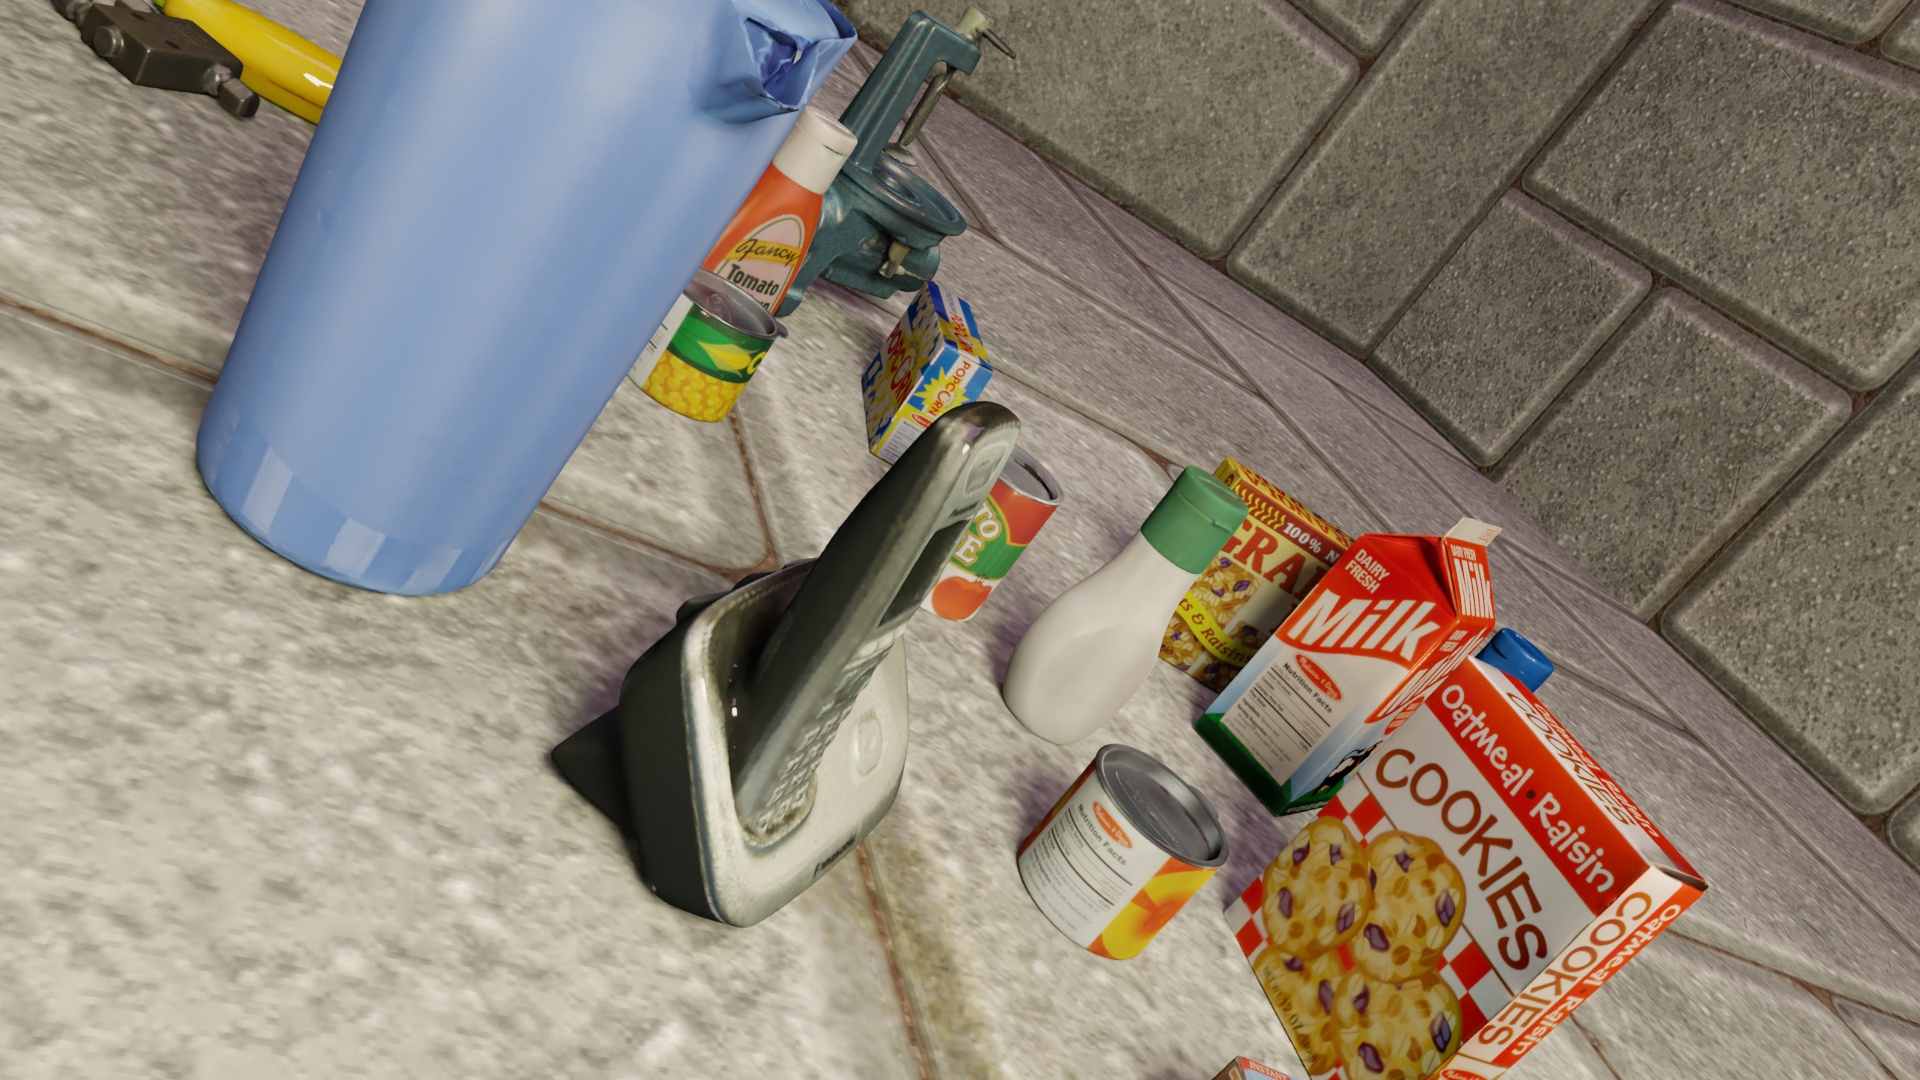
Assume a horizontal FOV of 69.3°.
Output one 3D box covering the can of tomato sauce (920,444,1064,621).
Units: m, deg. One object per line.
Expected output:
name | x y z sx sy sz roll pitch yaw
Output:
can of tomato sauce | 0.003 -0.009 0.725 0.071 0.083 0.071 32 20 -13

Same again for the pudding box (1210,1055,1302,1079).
pudding box | 0.114 0.211 0.471 0.083 0.049 0.030 28 21 -21

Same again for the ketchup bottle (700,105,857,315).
ketchup bottle | -0.116 -0.185 0.824 0.065 0.148 0.044 16 28 -44

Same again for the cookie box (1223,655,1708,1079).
cookie box | 0.198 0.149 0.572 0.040 0.167 0.123 25 23 -30

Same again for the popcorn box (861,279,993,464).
popcorn box | -0.024 -0.106 0.891 0.038 0.085 0.127 29 21 -21

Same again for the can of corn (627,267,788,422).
can of corn | -0.137 -0.104 0.743 0.071 0.058 0.071 32 21 -13

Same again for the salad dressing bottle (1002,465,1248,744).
salad dressing bottle | 0.079 0.032 0.666 0.064 0.147 0.044 25 23 -30

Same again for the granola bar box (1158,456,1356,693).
granola bar box | 0.196 0.043 0.864 0.165 0.123 0.039 31 20 -14

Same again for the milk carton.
milk carton | 0.227 0.062 0.778 0.072 0.190 0.073 8 35 -54

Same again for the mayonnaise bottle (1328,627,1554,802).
mayonnaise bottle | 0.277 0.115 0.802 0.041 0.147 0.065 26 22 -27

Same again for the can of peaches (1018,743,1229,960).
can of peaches | 0.067 0.127 0.567 0.071 0.058 0.071 32 21 -13
